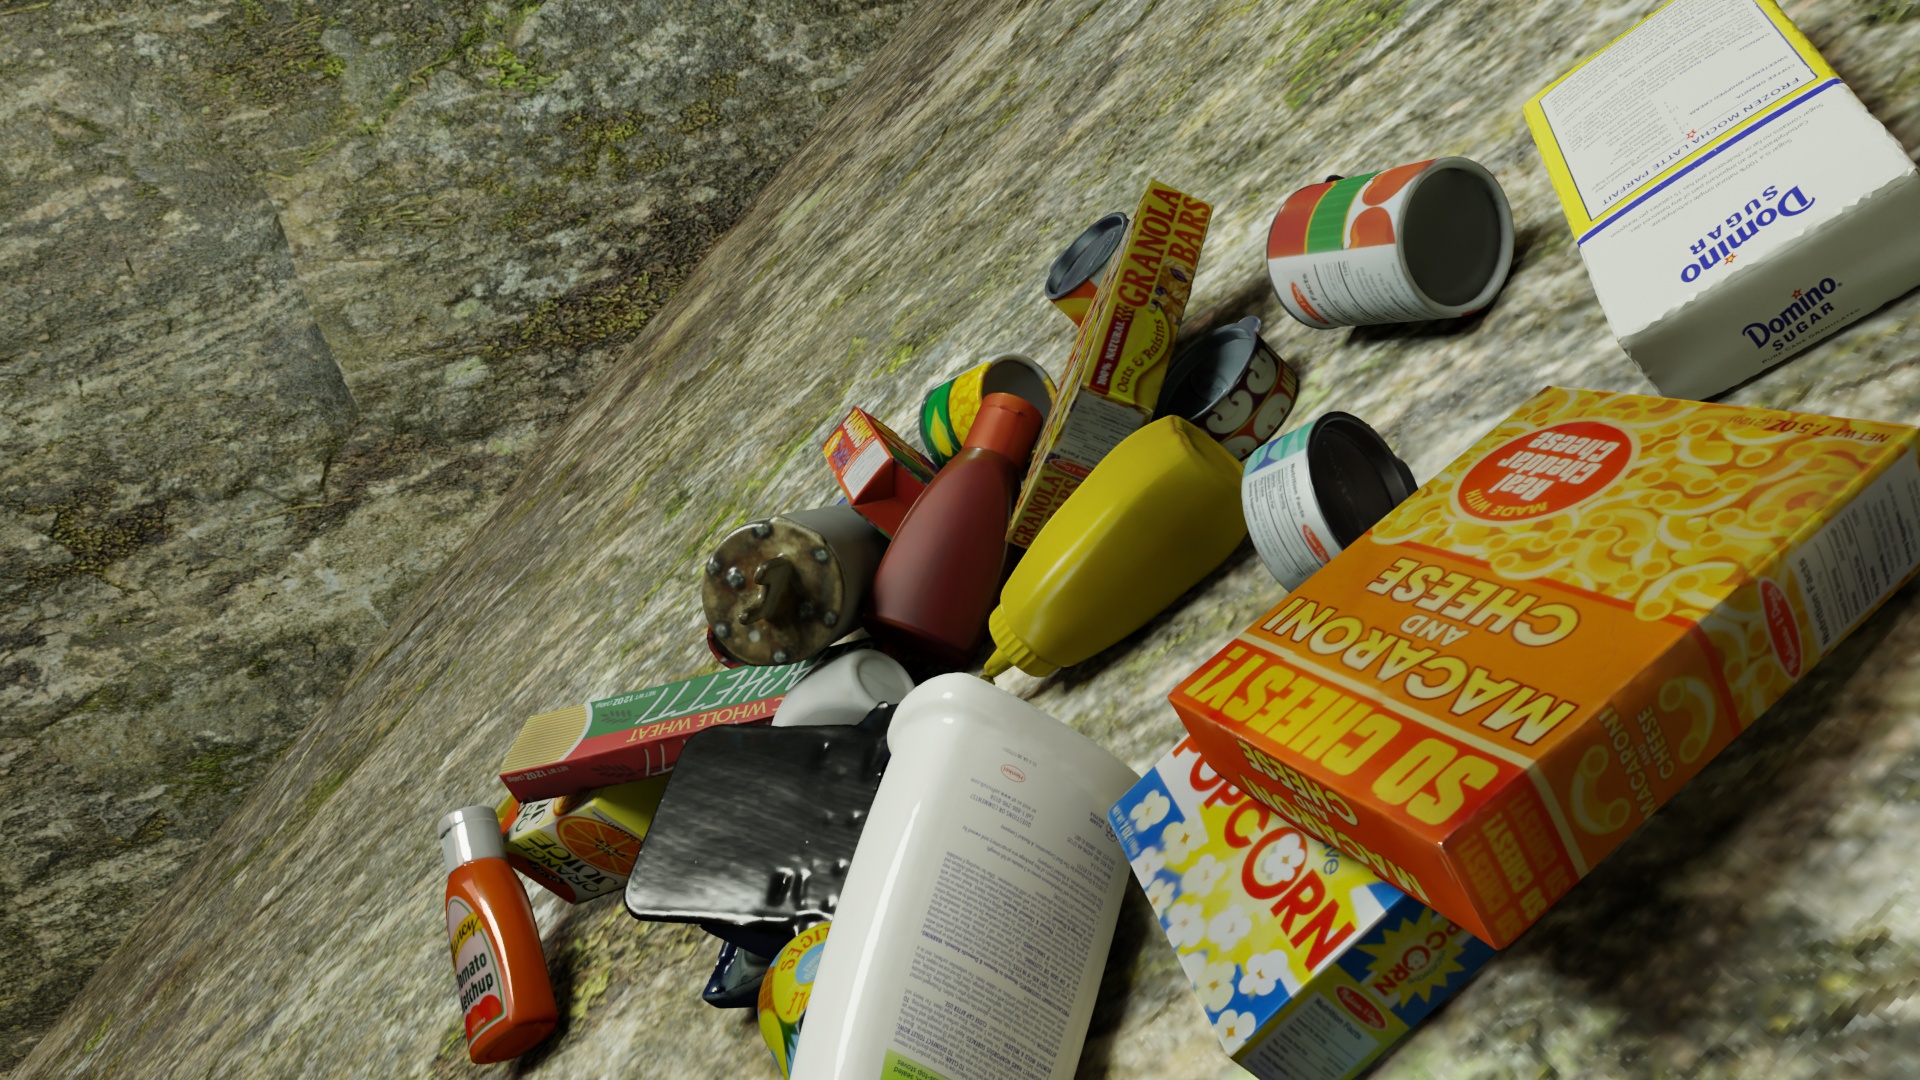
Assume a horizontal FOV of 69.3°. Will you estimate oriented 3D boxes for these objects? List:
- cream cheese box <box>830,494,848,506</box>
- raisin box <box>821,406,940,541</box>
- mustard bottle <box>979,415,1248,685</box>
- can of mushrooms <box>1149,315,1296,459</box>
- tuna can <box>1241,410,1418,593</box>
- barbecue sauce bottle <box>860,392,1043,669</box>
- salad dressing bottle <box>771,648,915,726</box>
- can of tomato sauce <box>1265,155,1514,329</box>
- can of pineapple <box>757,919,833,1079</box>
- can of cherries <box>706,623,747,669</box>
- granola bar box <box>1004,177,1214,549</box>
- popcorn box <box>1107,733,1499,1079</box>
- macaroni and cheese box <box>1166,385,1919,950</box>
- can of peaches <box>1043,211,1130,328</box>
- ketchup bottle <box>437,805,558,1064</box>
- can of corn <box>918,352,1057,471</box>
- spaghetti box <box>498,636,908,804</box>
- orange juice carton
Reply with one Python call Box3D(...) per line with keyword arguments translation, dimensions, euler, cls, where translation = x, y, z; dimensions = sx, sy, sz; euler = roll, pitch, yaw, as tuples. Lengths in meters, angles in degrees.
Box3D(translation=(-0.072, -0.013, 0.957), dimensions=(0.103, 0.024, 0.054), euler=(-38, 25, 28), cls="cream cheese box")
Box3D(translation=(-0.032, -0.028, 0.826), dimensions=(0.040, 0.086, 0.124), euler=(-50, 22, 6), cls="raisin box")
Box3D(translation=(0.058, 0.016, 0.619), dimensions=(0.159, 0.065, 0.049), euler=(-44, 27, 23), cls="mustard bottle")
Box3D(translation=(0.126, -0.070, 0.663), dimensions=(0.071, 0.033, 0.071), euler=(-41, 23, 22), cls="can of mushrooms")
Box3D(translation=(0.137, -0.012, 0.510), dimensions=(0.032, 0.071, 0.071), euler=(-28, 31, 44), cls="tuna can")
Box3D(translation=(0.003, -0.009, 0.742), dimensions=(0.043, 0.065, 0.149), euler=(96, -164, -67), cls="barbecue sauce bottle")
Box3D(translation=(-0.082, 0.116, 0.728), dimensions=(0.147, 0.064, 0.044), euler=(-46, 27, 30), cls="salad dressing bottle")
Box3D(translation=(0.185, -0.128, 0.600), dimensions=(0.071, 0.071, 0.083), euler=(-55, 23, -11), cls="can of tomato sauce")
Box3D(translation=(-0.039, 0.183, 0.526), dimensions=(0.071, 0.071, 0.058), euler=(-53, 22, -8), cls="can of pineapple")
Box3D(translation=(-0.130, 0.049, 0.912), dimensions=(0.071, 0.071, 0.059), euler=(-37, 27, 29), cls="can of cherries")
Box3D(translation=(0.077, -0.087, 0.712), dimensions=(0.123, 0.039, 0.166), euler=(114, 178, -51), cls="granola bar box")
Box3D(translation=(0.102, 0.099, 0.432), dimensions=(0.085, 0.038, 0.127), euler=(-45, 23, 8), cls="popcorn box")
Box3D(translation=(0.158, 0.023, 0.385), dimensions=(0.167, 0.040, 0.124), euler=(-37, 22, -12), cls="macaroni and cheese box")
Box3D(translation=(0.092, -0.150, 0.823), dimensions=(0.071, 0.058, 0.071), euler=(-41, 24, 23), cls="can of peaches")
Box3D(translation=(-0.286, 0.235, 0.846), dimensions=(0.064, 0.043, 0.149), euler=(-44, 55, 30), cls="ketchup bottle")
Box3D(translation=(0.019, -0.070, 0.826), dimensions=(0.058, 0.071, 0.071), euler=(-21, 36, 50), cls="can of corn")
Box3D(translation=(-0.149, 0.103, 0.793), dimensions=(0.250, 0.028, 0.050), euler=(-14, 35, 19), cls="spaghetti box")
Box3D(translation=(-0.242, 0.181, 0.907), dimensions=(0.192, 0.071, 0.073), euler=(-27, 31, 43), cls="orange juice carton")
